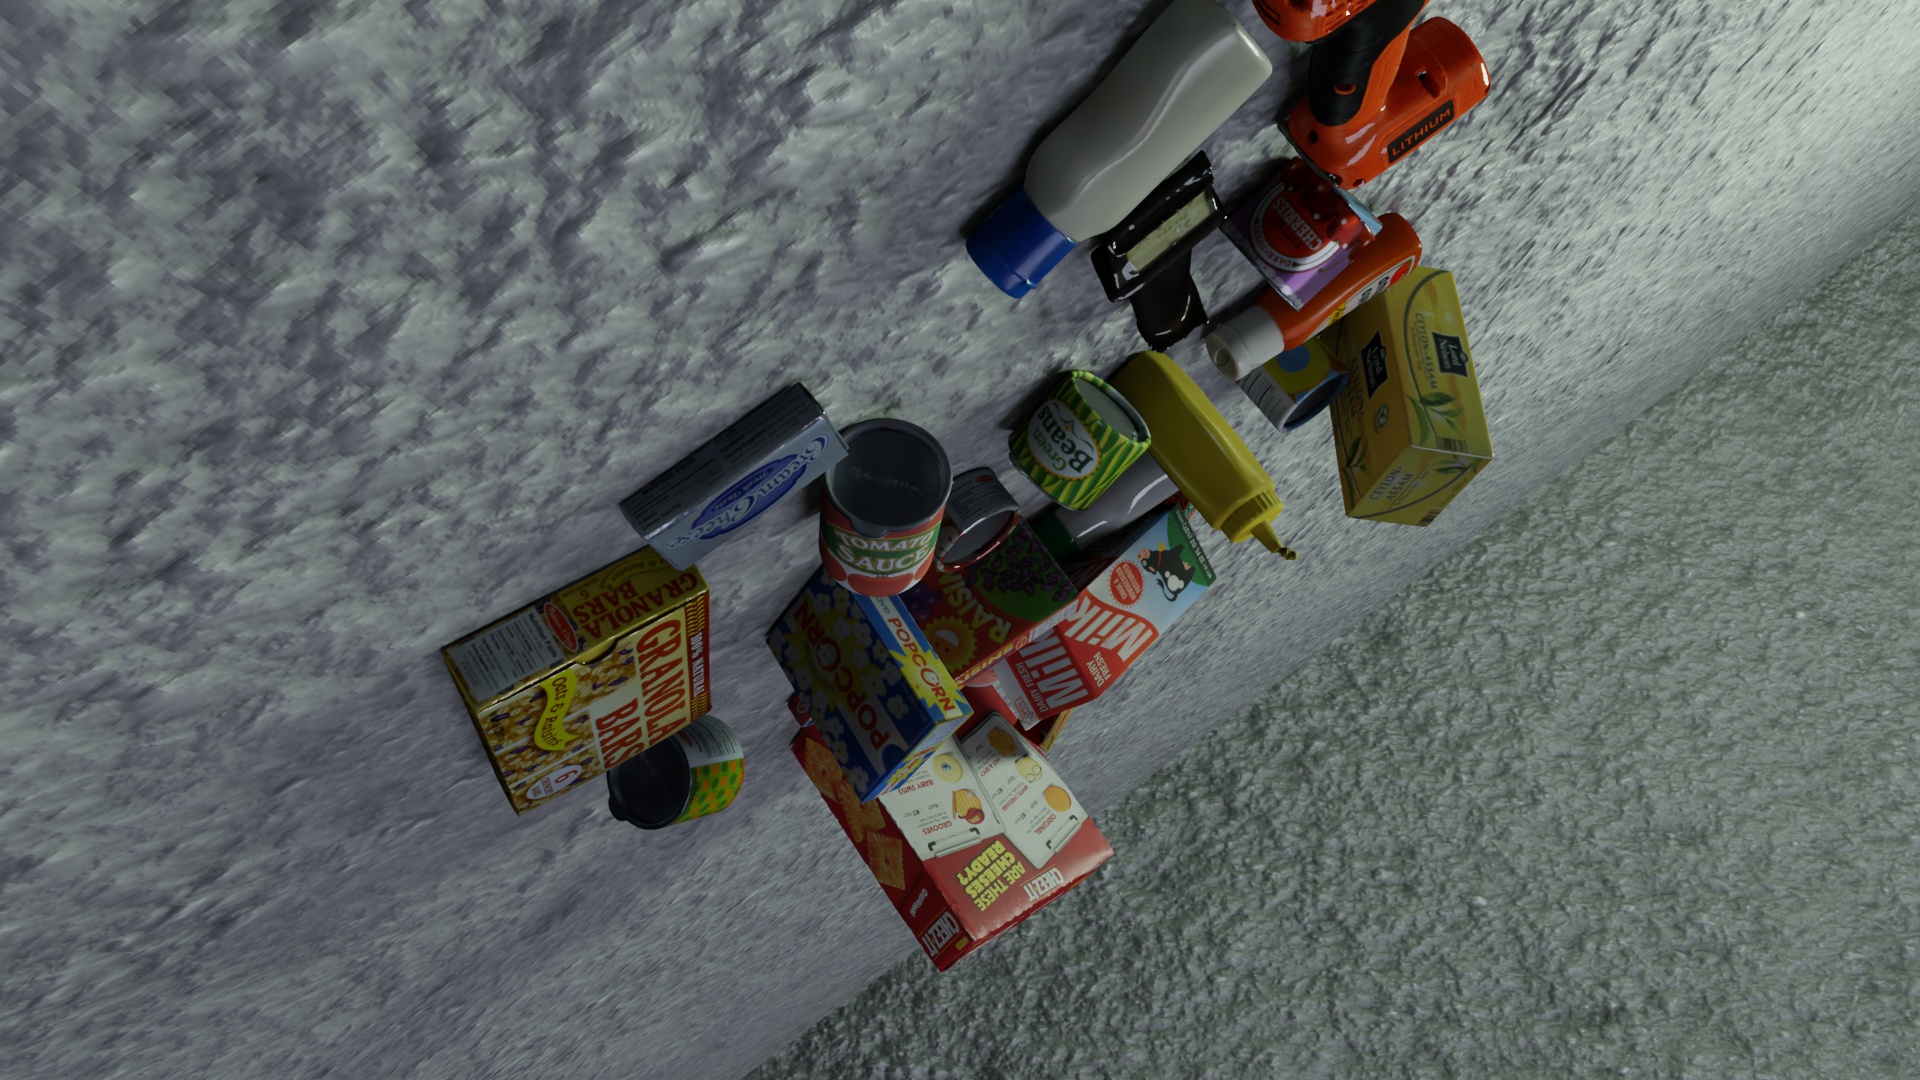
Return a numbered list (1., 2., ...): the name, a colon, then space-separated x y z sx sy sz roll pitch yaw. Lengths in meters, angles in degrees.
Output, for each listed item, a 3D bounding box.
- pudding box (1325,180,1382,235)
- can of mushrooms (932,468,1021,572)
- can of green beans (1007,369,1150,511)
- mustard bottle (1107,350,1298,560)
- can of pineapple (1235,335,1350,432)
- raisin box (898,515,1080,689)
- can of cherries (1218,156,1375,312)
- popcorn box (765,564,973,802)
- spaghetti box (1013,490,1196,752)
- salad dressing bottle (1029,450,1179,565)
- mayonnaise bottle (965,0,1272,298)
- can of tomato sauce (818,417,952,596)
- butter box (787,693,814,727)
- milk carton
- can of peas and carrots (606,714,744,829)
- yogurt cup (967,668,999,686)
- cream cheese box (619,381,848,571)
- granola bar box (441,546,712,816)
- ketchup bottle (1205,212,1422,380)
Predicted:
1. pudding box: 0.222 -0.191 0.848 0.049 0.030 0.084 -44 160 24
2. can of mushrooms: 0.003 -0.011 0.884 0.071 0.033 0.070 -33 161 -13
3. can of green beans: 0.072 -0.061 0.836 0.057 0.071 0.071 -47 159 26
4. mustard bottle: 0.156 -0.048 0.870 0.048 0.160 0.065 -42 159 20
5. can of pineapple: 0.239 -0.121 1.004 0.071 0.058 0.070 -33 161 -13
6. raisin box: 0.006 0.042 0.933 0.123 0.086 0.040 -33 166 -11
7. can of cherries: 0.188 -0.171 0.775 0.058 0.071 0.071 -43 160 17
8. popcorn box: -0.058 0.082 0.850 0.038 0.127 0.085 -5 144 -50
9. spaghetti box: 0.122 0.056 1.124 0.250 0.029 0.050 -58 164 -9
10. salad dressing bottle: 0.107 -0.027 1.017 0.148 0.044 0.064 -34 166 -2
11. mayonnaise bottle: 0.065 -0.169 0.606 0.147 0.041 0.065 -42 159 19
12. can of tomato sauce: -0.042 -0.014 0.738 0.071 0.071 0.082 -30 161 -20
13. butter box: -0.076 0.105 1.035 0.104 0.024 0.053 -12 150 -51
14. milk carton: 0.094 0.054 1.016 0.191 0.072 0.073 -39 -160 -31
15. can of peas and carrots: -0.181 0.148 0.882 0.070 0.071 0.059 -44 161 20
16. yogurt cup: 0.013 0.069 1.049 0.073 0.072 0.053 -27 151 -27
17. cream cheese box: -0.105 -0.029 0.660 0.104 0.024 0.053 -35 162 -4
18. granola bar box: -0.194 0.077 0.733 0.124 0.039 0.164 -29 160 -22
19. ketchup bottle: 0.231 -0.160 0.919 0.149 0.043 0.064 -33 172 -9
